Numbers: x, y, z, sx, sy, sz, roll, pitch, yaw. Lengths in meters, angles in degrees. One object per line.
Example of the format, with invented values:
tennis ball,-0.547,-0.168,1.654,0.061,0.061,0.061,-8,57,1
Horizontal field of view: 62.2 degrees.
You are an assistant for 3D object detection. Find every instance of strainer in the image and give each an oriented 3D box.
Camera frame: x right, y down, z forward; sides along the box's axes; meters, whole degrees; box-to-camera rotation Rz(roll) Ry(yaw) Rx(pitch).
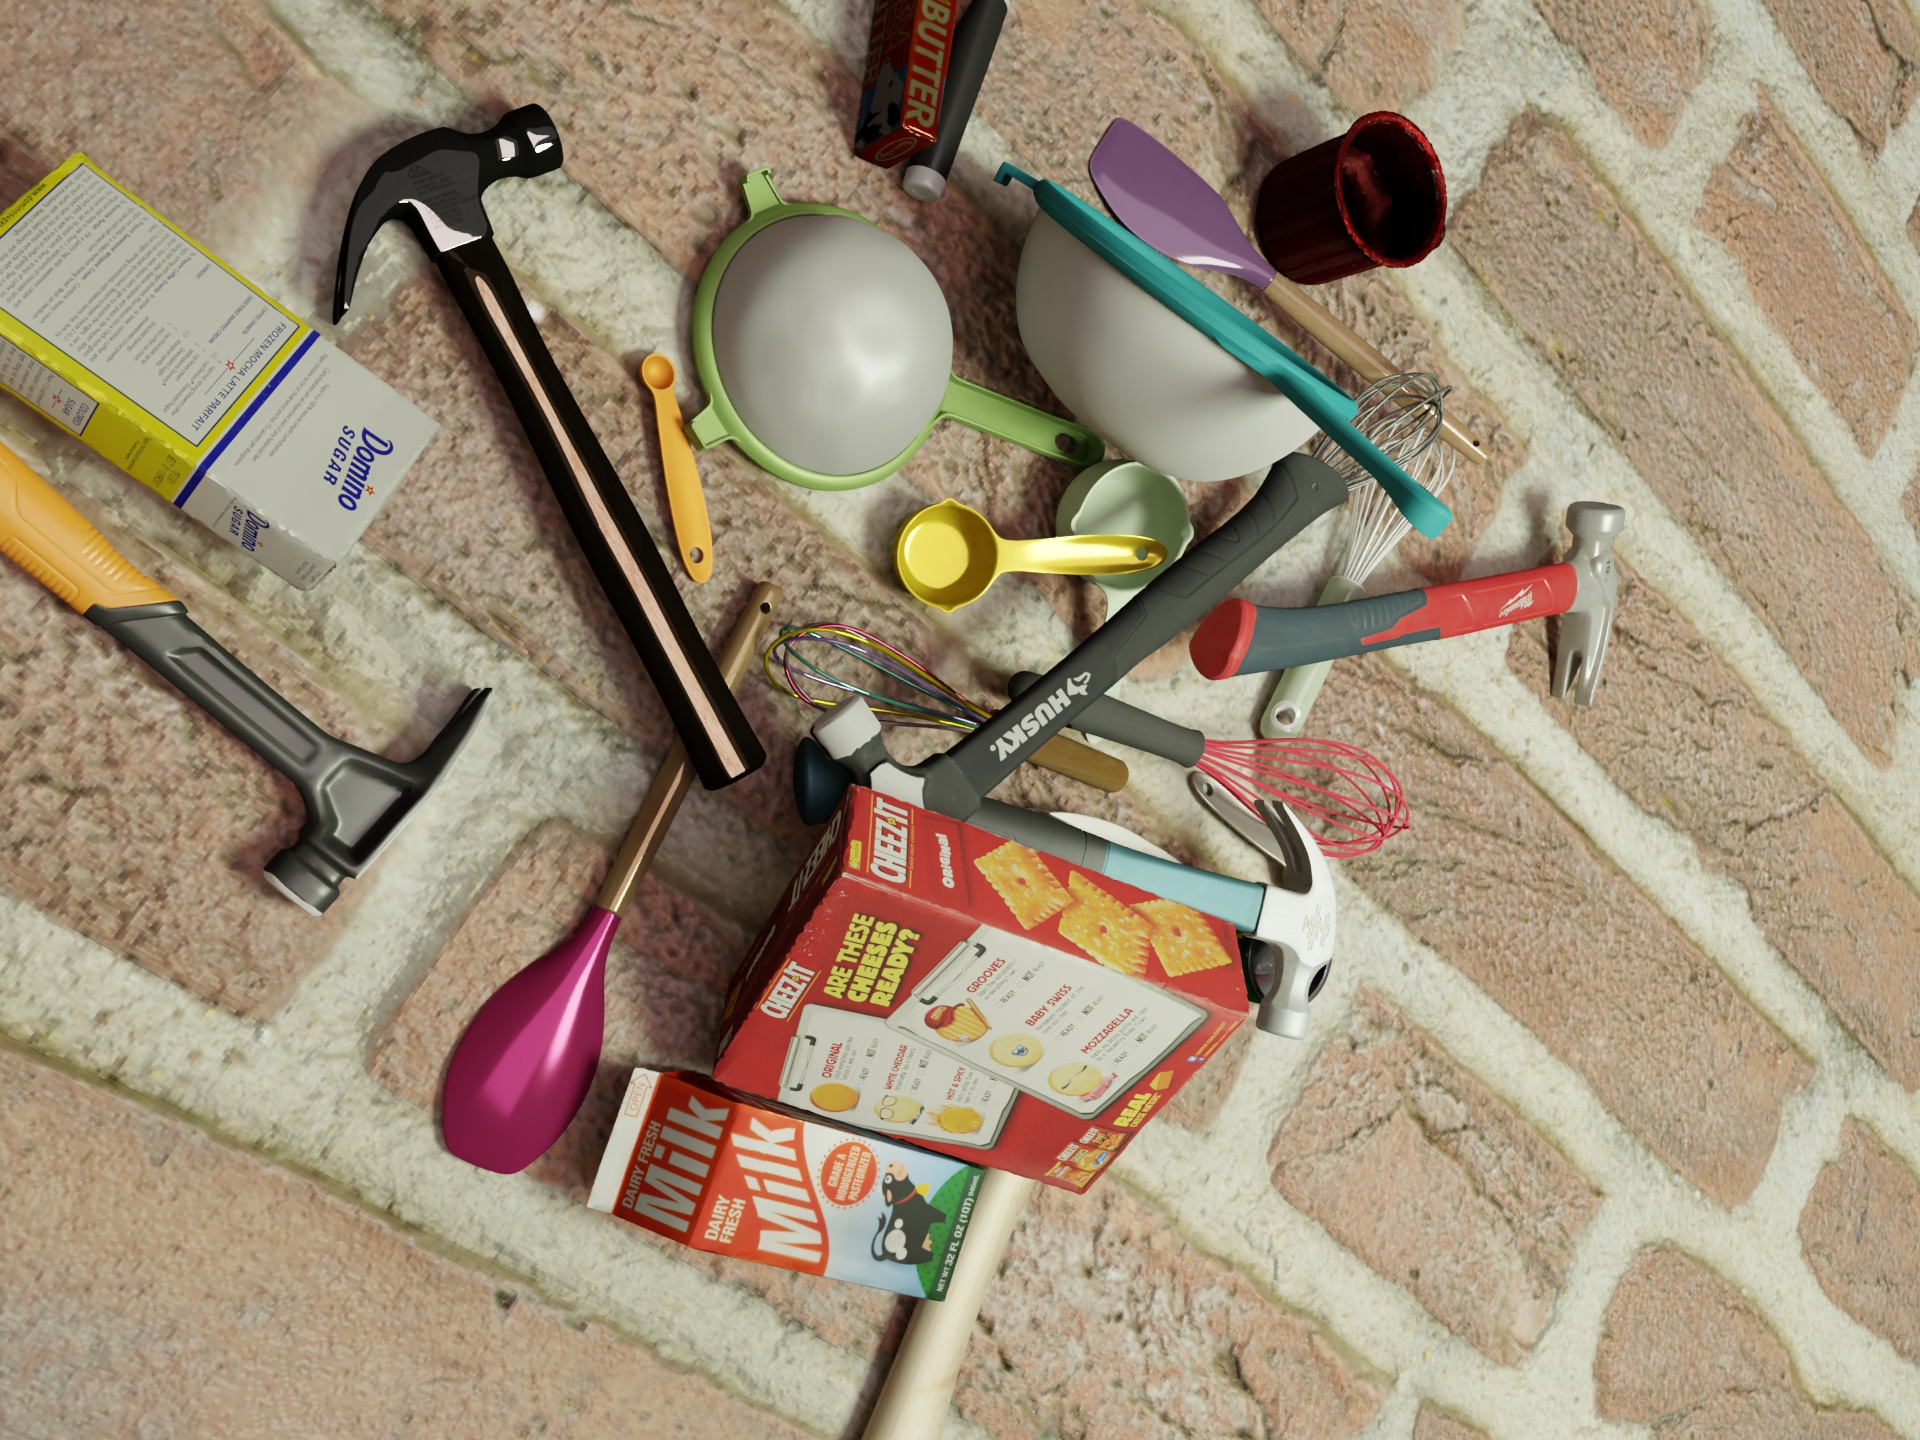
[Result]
strainer,0.127,-0.158,0.820,0.210,0.341,0.095,22,115,-36
strainer,-0.013,-0.184,0.844,0.256,0.069,0.151,15,82,-31

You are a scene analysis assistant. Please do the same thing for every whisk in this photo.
whisk,-0.003,-0.002,0.876,0.244,0.051,0.047,21,101,-33
whisk,0.251,-0.093,1.021,0.058,0.059,0.246,26,79,9
whisk,0.202,-0.133,0.960,0.239,0.055,0.055,-38,110,-6
whisk,0.154,0.022,0.946,0.295,0.073,0.073,19,81,-26

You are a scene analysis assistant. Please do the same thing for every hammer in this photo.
hammer,0.063,0.076,0.873,0.330,0.033,0.128,18,83,-18
hammer,-0.358,-0.068,0.663,0.336,0.034,0.127,45,70,-23
hammer,0.295,-0.053,1.014,0.386,0.038,0.143,-11,112,-35
hammer,0.088,-0.036,0.850,0.335,0.035,0.146,-39,102,-18
hammer,-0.183,-0.116,0.756,0.130,0.031,0.331,-31,102,-25
hammer,0.019,0.251,0.891,0.146,0.038,0.411,32,75,-26

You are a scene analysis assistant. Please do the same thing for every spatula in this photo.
spatula,0.207,-0.252,0.976,0.315,0.018,0.060,34,75,-14

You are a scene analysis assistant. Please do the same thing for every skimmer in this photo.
skimmer,0.062,-0.450,0.873,0.127,0.090,0.363,33,75,-60

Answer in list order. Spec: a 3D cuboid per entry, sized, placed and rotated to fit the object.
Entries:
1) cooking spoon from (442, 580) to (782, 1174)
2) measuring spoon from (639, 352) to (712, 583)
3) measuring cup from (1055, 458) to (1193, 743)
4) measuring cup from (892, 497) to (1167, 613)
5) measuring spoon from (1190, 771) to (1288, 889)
cooking spoon,-0.163,0.071,0.789,0.068,0.017,0.319,31,76,-25
measuring spoon,-0.144,-0.126,0.804,0.021,0.011,0.117,-20,104,-40
measuring cup,0.084,-0.071,0.931,0.083,0.038,0.167,1,107,-27
measuring cup,0.038,-0.092,0.879,0.156,0.029,0.062,-2,100,-16
measuring spoon,0.184,0.073,1.001,0.124,0.018,0.034,41,55,-18
